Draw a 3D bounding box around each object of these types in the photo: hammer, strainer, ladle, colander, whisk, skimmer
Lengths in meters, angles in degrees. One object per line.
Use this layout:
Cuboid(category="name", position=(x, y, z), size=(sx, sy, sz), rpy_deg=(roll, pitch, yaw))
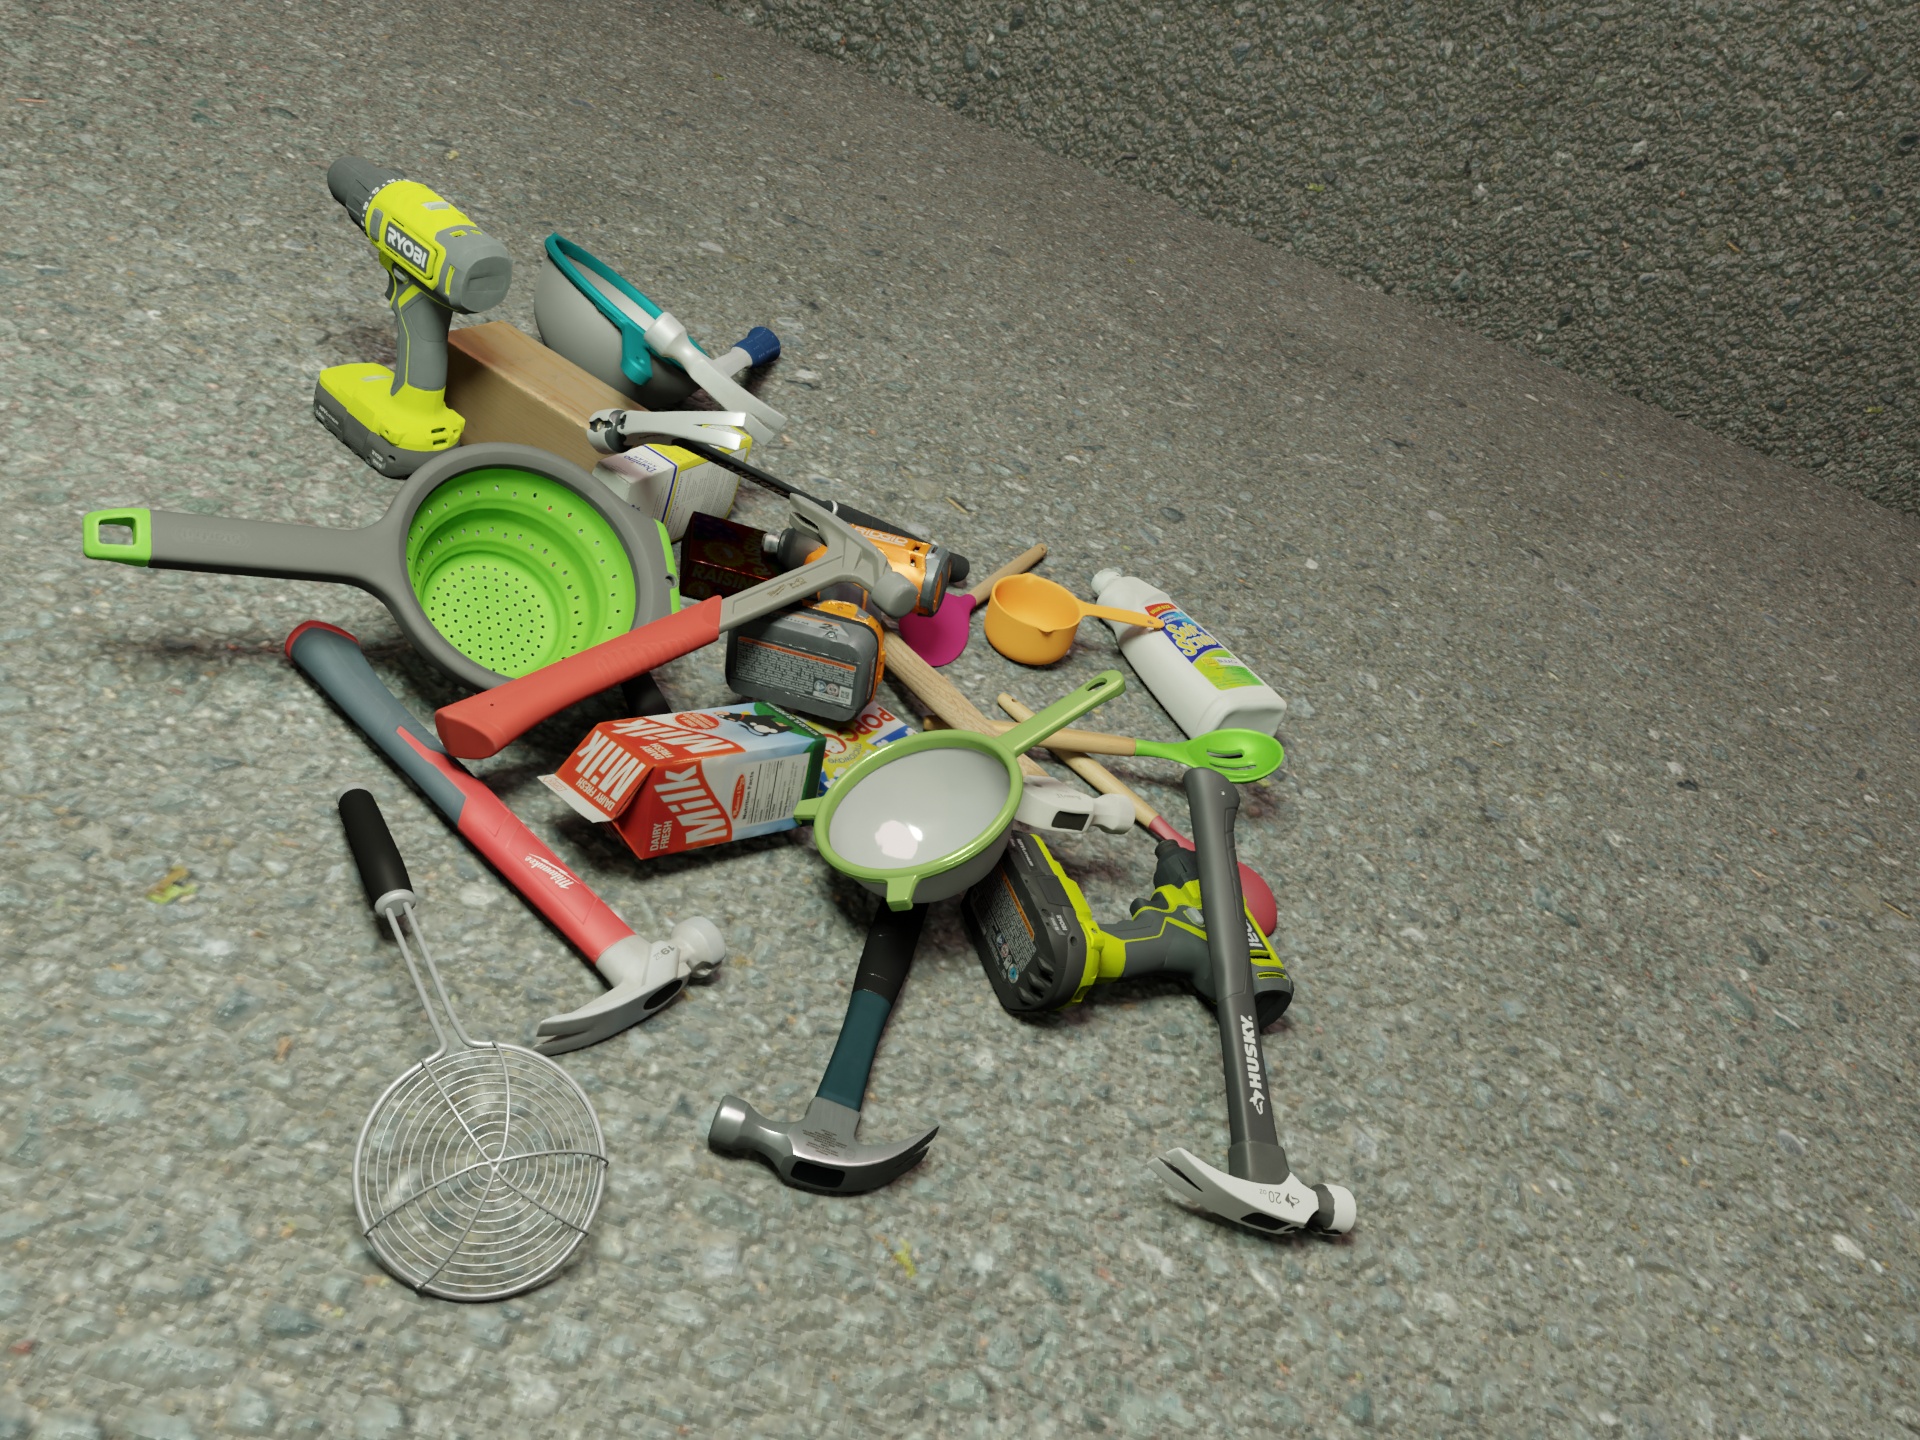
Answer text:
Cuboid(category="hammer", position=(-0.058, 0.177, 1.054), size=(0.128, 0.033, 0.331), rpy_deg=(22, 33, -2))
Cuboid(category="hammer", position=(-0.123, -0.190, 1.390), size=(0.149, 0.036, 0.408), rpy_deg=(5, -9, 38))
Cuboid(category="strainer", position=(-0.332, -0.344, 1.510), size=(0.210, 0.095, 0.341), rpy_deg=(37, 13, -26))
Cuboid(category="ladle", position=(0.145, 0.071, 1.345), size=(0.316, 0.031, 0.069), rpy_deg=(40, 36, 25))
Cuboid(category="colander", position=(-0.398, -0.096, 1.119), size=(0.396, 0.094, 0.205), rpy_deg=(3, 68, -36))
Cuboid(category="whisk", position=(-0.273, -0.070, 1.248), size=(0.073, 0.073, 0.296), rpy_deg=(-3, 48, -36))
Cuboid(category="hammer", position=(-0.209, -0.066, 1.136), size=(0.359, 0.036, 0.149), rpy_deg=(-28, 52, -34))
Cuboid(category="strainer", position=(0.020, 0.051, 1.128), size=(0.256, 0.069, 0.152), rpy_deg=(-32, 37, -19))
Cuboid(category="hammer", position=(-0.332, 0.061, 1.037), size=(0.386, 0.038, 0.143), rpy_deg=(39, 37, 21))
Cuboid(category="hammer", position=(-0.002, -0.004, 1.288), size=(0.130, 0.031, 0.332), rpy_deg=(7, 24, -38))
Cuboid(category="hammer", position=(0.184, 0.179, 1.099), size=(0.146, 0.035, 0.335), rpy_deg=(17, 52, -26))
Cuboid(category="skimmer", position=(-0.309, 0.164, 0.913), size=(0.127, 0.090, 0.364), rpy_deg=(-11, 36, -28))
Cuboid(category="hammer", position=(-0.219, -0.361, 1.606), size=(0.144, 0.035, 0.406), rpy_deg=(42, 13, -11))

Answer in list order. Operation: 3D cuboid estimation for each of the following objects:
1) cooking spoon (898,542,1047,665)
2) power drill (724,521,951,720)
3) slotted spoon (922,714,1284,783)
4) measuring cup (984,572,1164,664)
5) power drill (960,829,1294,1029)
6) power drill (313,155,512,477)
Cuboid(category="cooking spoon", position=(0.019, -0.122, 1.536), size=(0.068, 0.017, 0.319), rpy_deg=(58, 33, -5))
Cuboid(category="power drill", position=(-0.113, -0.096, 1.297), size=(0.164, 0.084, 0.227), rpy_deg=(15, 32, 9))
Cuboid(category="slotted spoon", position=(0.123, 0.019, 1.359), size=(0.313, 0.031, 0.070), rpy_deg=(7, 38, -9))
Cuboid(category="measuring cup", position=(0.106, -0.086, 1.503), size=(0.173, 0.052, 0.095), rpy_deg=(8, 37, -16))
Cuboid(category="power drill", position=(0.121, 0.148, 1.177), size=(0.223, 0.080, 0.171), rpy_deg=(8, 37, -31))
Cuboid(category="power drill", position=(-0.474, -0.340, 1.335), size=(0.191, 0.228, 0.080), rpy_deg=(38, 35, 19))
